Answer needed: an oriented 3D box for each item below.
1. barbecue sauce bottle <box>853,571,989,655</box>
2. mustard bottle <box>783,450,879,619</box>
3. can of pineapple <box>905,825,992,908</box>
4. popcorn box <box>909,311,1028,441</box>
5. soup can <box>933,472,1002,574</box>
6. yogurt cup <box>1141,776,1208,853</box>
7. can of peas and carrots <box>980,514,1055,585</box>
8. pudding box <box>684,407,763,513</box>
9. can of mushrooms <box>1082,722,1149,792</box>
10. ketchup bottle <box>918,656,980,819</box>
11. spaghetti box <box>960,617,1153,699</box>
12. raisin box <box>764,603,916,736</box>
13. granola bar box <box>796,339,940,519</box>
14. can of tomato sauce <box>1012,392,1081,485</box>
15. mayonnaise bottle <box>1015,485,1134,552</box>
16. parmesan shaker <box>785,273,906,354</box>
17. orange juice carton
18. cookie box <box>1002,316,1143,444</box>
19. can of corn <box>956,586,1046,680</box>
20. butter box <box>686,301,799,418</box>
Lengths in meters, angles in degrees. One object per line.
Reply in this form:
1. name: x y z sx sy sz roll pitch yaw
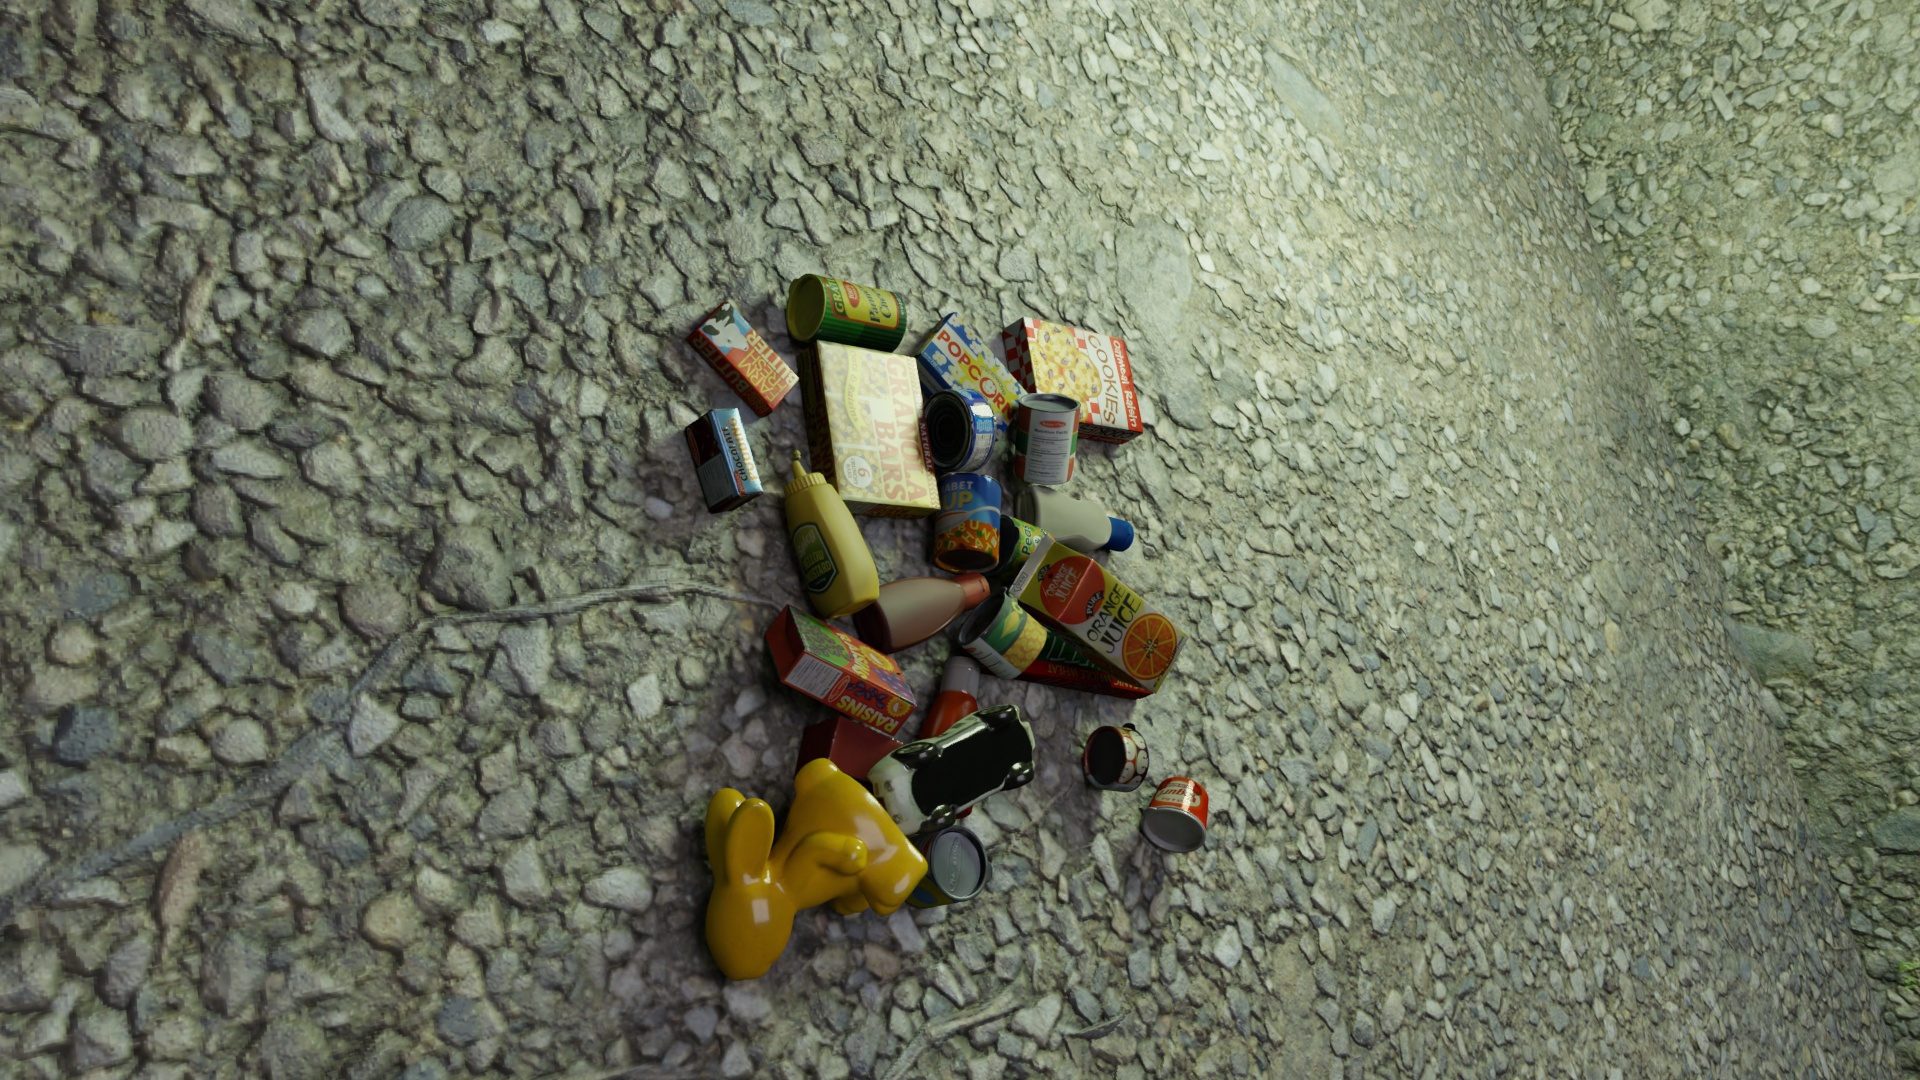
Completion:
1. barbecue sauce bottle: -0.033 0.063 1.335 0.149 0.043 0.065 -16 81 -45
2. mustard bottle: -0.128 -0.009 1.273 0.049 0.065 0.160 -10 72 -48
3. can of pineapple: -0.017 0.292 1.236 0.071 0.057 0.071 18 61 -35
4. popcorn box: 0.006 -0.169 1.477 0.126 0.038 0.085 48 47 -15
5. soup can: 0.005 -0.017 1.388 0.071 0.071 0.084 22 58 -33
6. yogurt cup: 0.228 0.285 1.453 0.072 0.072 0.054 47 39 -16
7. can of peas and carrots: 0.058 0.012 1.419 0.059 0.070 0.071 20 59 -35
8. pudding box: -0.210 -0.072 1.234 0.030 0.049 0.084 -11 79 -45
9. can of mushrooms: 0.158 0.220 1.417 0.033 0.071 0.071 13 64 -36
10. ketchup bottle: -0.008 0.182 1.303 0.064 0.043 0.149 31 53 -31
11. spaghetti box: 0.105 0.125 1.440 0.250 0.028 0.050 14 64 -37
12. raisin box: -0.105 0.113 1.221 0.123 0.040 0.086 31 12 -28
13. granola bar box: -0.090 -0.106 1.363 0.124 0.039 0.166 4 68 -40
14. can of tomato sauce: 0.092 -0.109 1.484 0.071 0.071 0.082 -19 122 -45
15. mayonnaise bottle: 0.126 -0.017 1.514 0.148 0.041 0.065 13 64 -38
16. parmesan shaker: -0.113 -0.225 1.378 0.103 0.071 0.071 4 69 -41
17. orange juice carton: 0.131 0.071 1.391 0.192 0.073 0.072 37 78 -28
18. cookie box: 0.131 -0.181 1.592 0.168 0.040 0.123 5 68 -40
19. can of corn: 0.042 0.090 1.330 0.058 0.071 0.071 41 49 -16
20. butter box: -0.203 -0.170 1.302 0.103 0.024 0.053 48 47 -15
